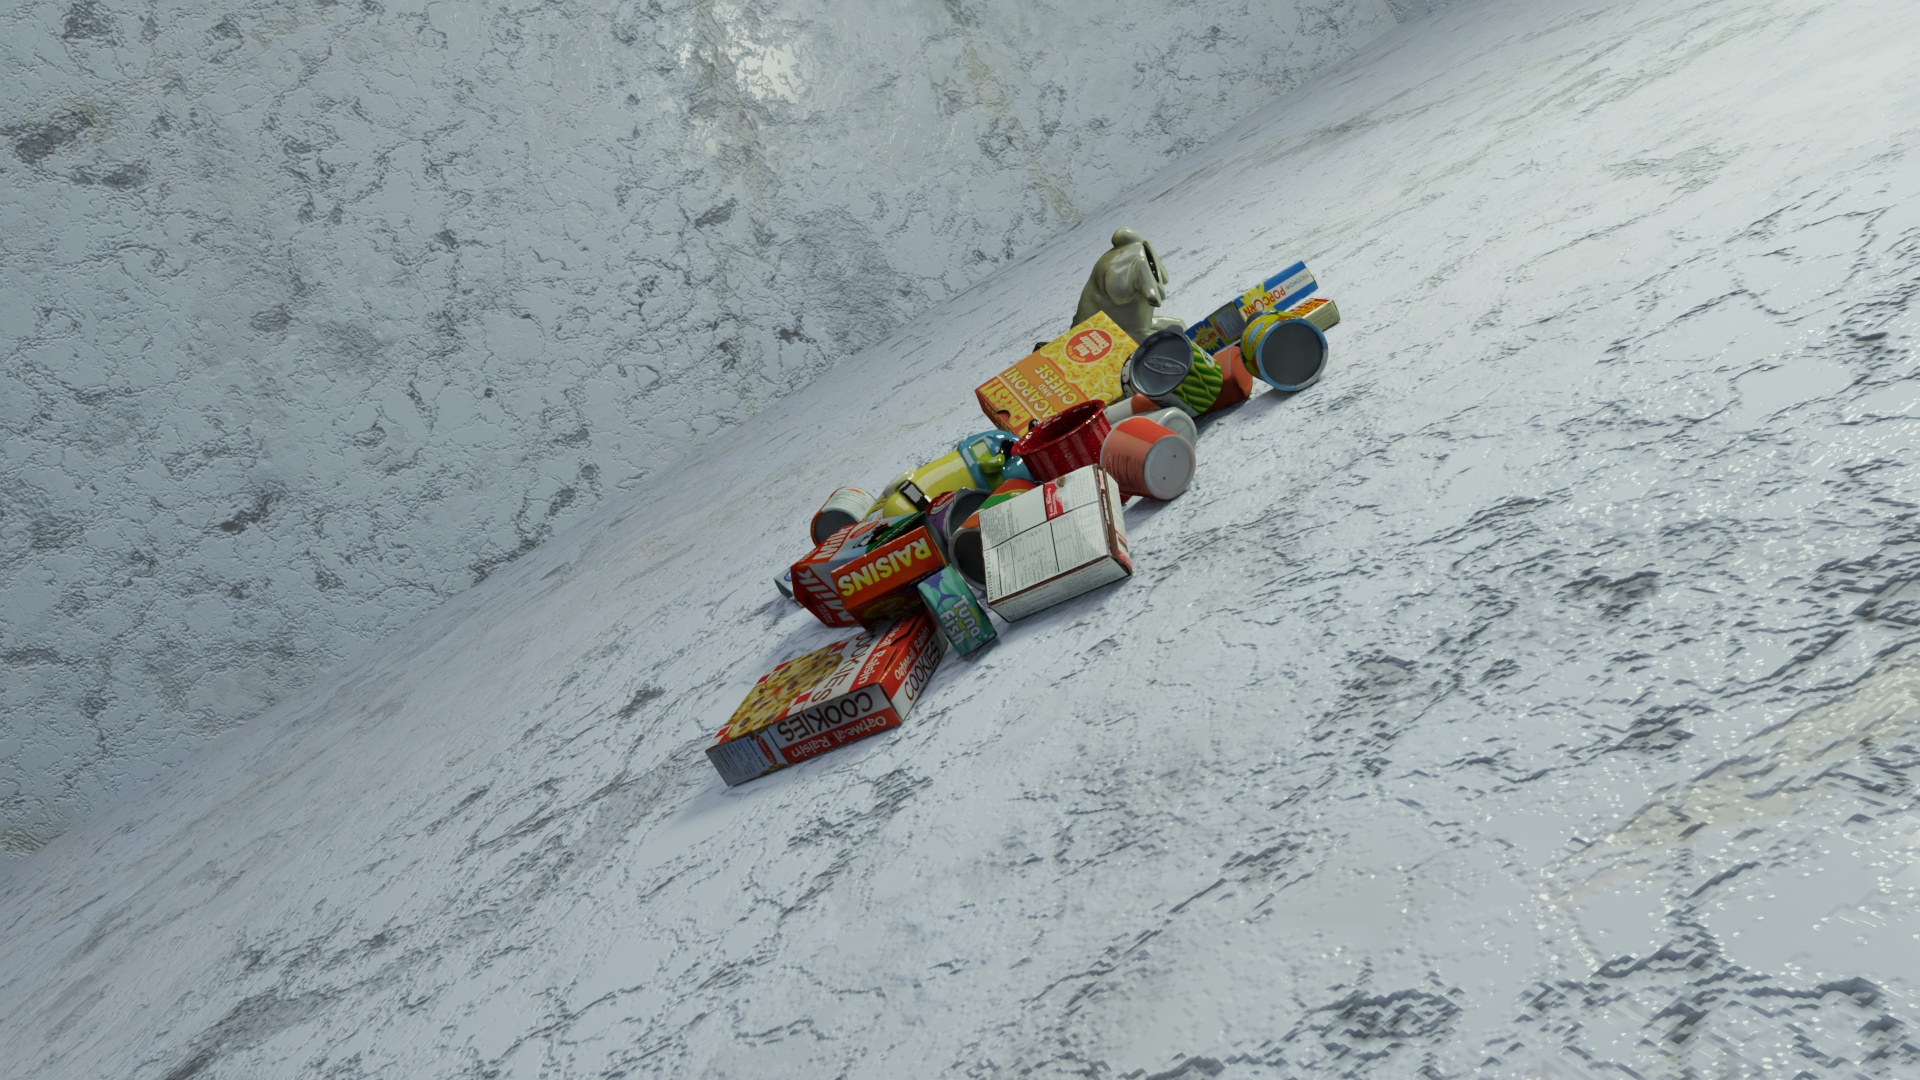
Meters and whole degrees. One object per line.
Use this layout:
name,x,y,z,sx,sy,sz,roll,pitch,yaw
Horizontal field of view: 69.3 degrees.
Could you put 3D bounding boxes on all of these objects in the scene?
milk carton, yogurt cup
milk carton,-0.090,0.030,1.289,0.073,0.073,0.190,-40,17,-32
yogurt cup,0.158,-0.066,1.150,0.072,0.072,0.054,-35,27,-17

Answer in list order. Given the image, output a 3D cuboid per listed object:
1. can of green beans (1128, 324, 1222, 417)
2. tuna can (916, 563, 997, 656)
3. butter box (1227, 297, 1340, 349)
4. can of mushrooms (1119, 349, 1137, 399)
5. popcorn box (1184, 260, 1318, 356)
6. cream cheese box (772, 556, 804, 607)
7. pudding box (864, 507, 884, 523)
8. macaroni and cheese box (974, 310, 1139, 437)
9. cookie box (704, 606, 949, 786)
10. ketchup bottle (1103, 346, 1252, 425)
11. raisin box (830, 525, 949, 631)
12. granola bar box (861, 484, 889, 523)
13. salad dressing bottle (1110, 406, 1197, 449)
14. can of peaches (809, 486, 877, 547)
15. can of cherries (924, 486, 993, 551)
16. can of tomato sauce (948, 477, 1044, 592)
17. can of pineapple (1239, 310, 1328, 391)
can of green beans,0.197,-0.151,1.265,0.071,0.058,0.071,-16,63,35
tuna can,-0.002,0.054,1.056,0.033,0.071,0.071,-33,15,-5
butter box,0.321,-0.205,1.378,0.103,0.024,0.053,-32,15,-5
can of mushrooms,0.196,-0.160,1.392,0.071,0.071,0.033,-36,16,-21
popcorn box,0.302,-0.238,1.444,0.127,0.038,0.085,-32,2,-34
cream cheese box,-0.165,0.042,1.490,0.053,0.024,0.104,-35,15,-12
pudding box,-0.077,0.003,1.399,0.030,0.049,0.084,-23,17,20
macaroni and cheese box,0.116,-0.159,1.468,0.167,0.040,0.124,-32,49,-7
cookie box,-0.102,0.119,1.081,0.167,0.040,0.123,-23,16,25
ketchup bottle,0.204,-0.135,1.330,0.148,0.043,0.065,-21,28,32
raisin box,-0.049,0.039,1.129,0.086,0.040,0.123,-26,-19,1
granola bar box,-0.017,-0.055,1.498,0.165,0.039,0.125,-25,16,20
salad dressing bottle,0.156,-0.091,1.280,0.064,0.044,0.147,-41,17,-22
can of peaches,-0.127,-0.016,1.533,0.071,0.071,0.058,-24,16,24
can of cherries,0.005,-0.016,1.264,0.072,0.071,0.058,-36,15,-20
can of tomato sauce,0.039,-0.005,1.171,0.071,0.071,0.083,-17,20,42
can of pineapple,0.287,-0.171,1.242,0.071,0.071,0.058,-29,14,4
